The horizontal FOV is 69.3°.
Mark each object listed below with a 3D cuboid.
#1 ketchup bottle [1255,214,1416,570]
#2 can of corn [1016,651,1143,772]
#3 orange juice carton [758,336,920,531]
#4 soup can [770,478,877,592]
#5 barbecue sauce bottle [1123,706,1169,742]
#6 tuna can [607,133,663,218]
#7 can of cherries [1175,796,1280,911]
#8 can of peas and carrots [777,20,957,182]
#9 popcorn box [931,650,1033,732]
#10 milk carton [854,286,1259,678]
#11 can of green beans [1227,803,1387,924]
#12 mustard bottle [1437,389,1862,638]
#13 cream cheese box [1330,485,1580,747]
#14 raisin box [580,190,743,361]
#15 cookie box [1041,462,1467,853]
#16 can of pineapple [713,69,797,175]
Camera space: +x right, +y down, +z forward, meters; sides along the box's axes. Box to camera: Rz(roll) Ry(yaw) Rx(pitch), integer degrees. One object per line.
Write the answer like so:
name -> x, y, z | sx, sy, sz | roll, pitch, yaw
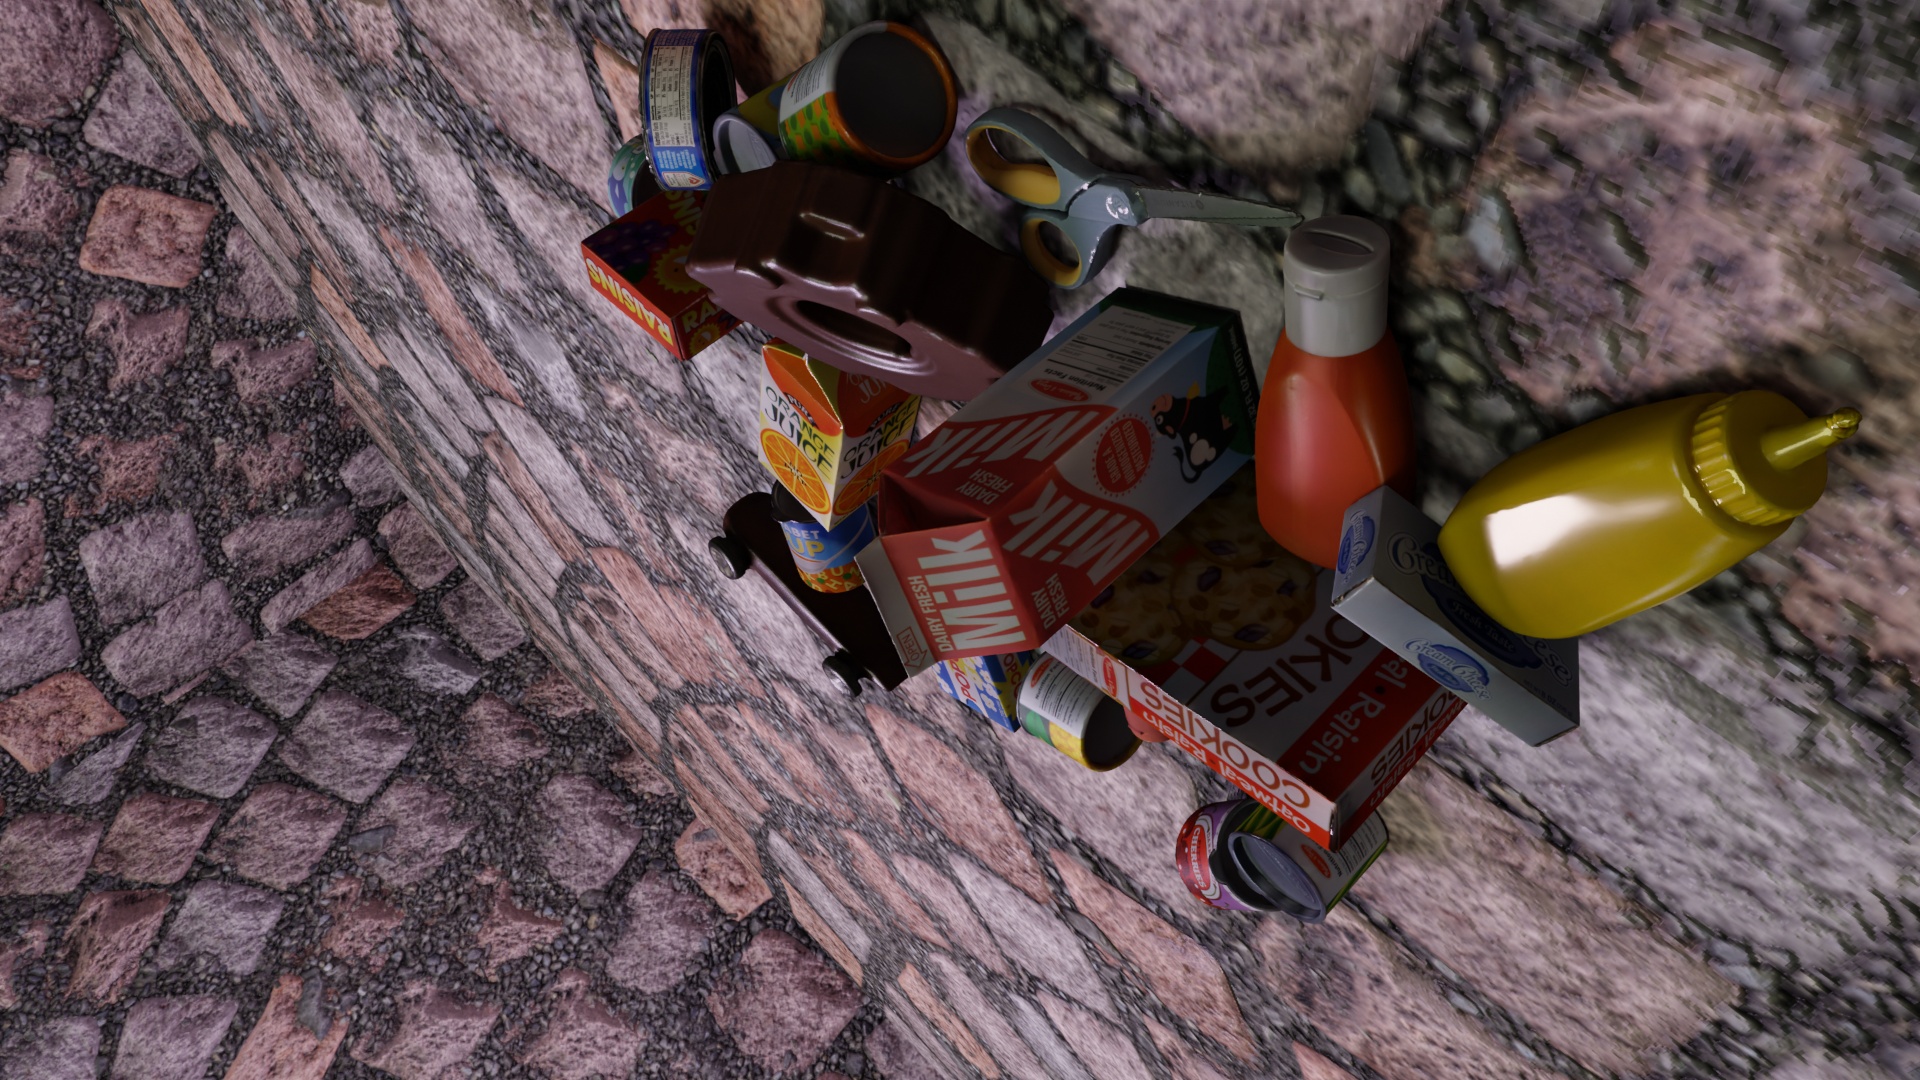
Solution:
ketchup bottle -> 0.145, -0.054, 0.537 | 0.065, 0.044, 0.148 | 28, 149, 34
can of corn -> 0.081, 0.106, 0.878 | 0.058, 0.071, 0.071 | 25, 147, 45
orange juice carton -> -0.074, -0.088, 0.858 | 0.073, 0.072, 0.191 | 45, 157, 11
soup can -> -0.100, -0.010, 1.029 | 0.071, 0.071, 0.083 | 35, 153, 33
barbecue sauce bottle -> 0.102, 0.057, 0.790 | 0.065, 0.044, 0.147 | 31, 151, 40
tuna can -> -0.185, -0.222, 0.867 | 0.033, 0.071, 0.070 | 31, 151, 39
can of cherries -> 0.168, 0.188, 0.831 | 0.071, 0.072, 0.058 | 51, 158, 0
can of peas and carrots -> -0.041, -0.196, 0.639 | 0.071, 0.071, 0.058 | 58, 156, -16
popcorn box -> 0.006, 0.069, 0.995 | 0.085, 0.038, 0.126 | 25, 146, 45
milk carton -> 0.037, -0.024, 0.590 | 0.073, 0.191, 0.072 | 25, 146, 46
can of green beans -> 0.192, 0.168, 0.770 | 0.071, 0.058, 0.071 | 40, 155, 23
mustard bottle -> 0.223, -0.012, 0.447 | 0.065, 0.049, 0.159 | 50, 157, 1
cream cheese box -> 0.188, 0.028, 0.526 | 0.104, 0.054, 0.024 | 34, 136, -12
raisin box -> -0.139, -0.167, 0.790 | 0.086, 0.124, 0.040 | 40, 155, 23
cookie box -> 0.130, 0.037, 0.601 | 0.168, 0.123, 0.040 | 34, 153, 34
can of pineapple -> -0.086, -0.204, 0.719 | 0.071, 0.058, 0.070 | 40, 155, 23
